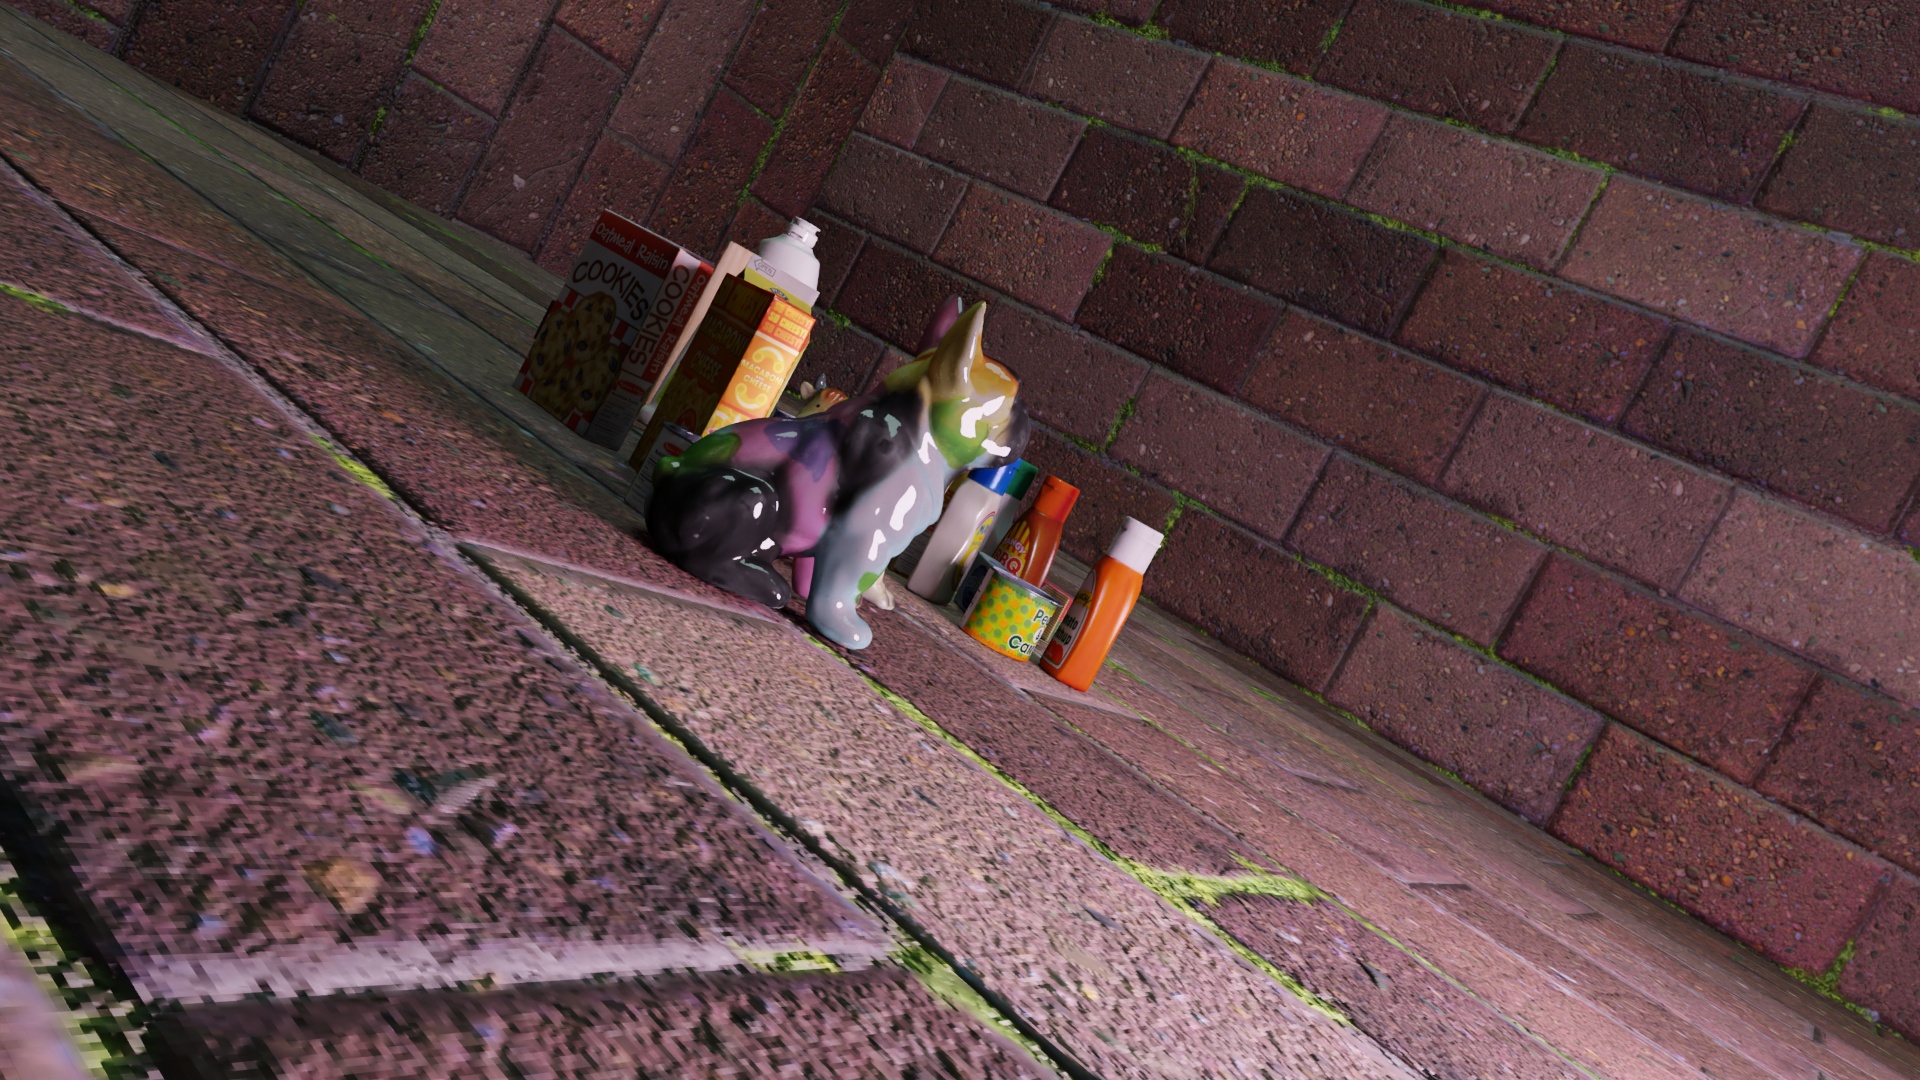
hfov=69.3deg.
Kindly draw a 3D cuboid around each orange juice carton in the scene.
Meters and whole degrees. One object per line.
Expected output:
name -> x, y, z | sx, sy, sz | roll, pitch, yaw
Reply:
orange juice carton -> -0.195, -0.147, 1.203 | 0.072, 0.192, 0.073 | 27, 4, -29

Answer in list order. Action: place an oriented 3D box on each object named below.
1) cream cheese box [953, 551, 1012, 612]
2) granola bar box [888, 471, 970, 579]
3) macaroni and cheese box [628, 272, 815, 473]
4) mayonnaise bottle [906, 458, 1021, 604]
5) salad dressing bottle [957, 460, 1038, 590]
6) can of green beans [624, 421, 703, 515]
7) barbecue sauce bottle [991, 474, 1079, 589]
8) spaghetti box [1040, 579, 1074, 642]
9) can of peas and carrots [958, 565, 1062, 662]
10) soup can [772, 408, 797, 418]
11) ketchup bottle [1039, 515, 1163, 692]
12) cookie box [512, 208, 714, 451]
cream cheese box -> 0.023, 0.046, 1.264 | 0.024, 0.053, 0.104 | 28, 4, -13
granola bar box -> -0.029, -0.030, 1.356 | 0.039, 0.124, 0.166 | 28, 4, -8
macaroni and cheese box -> -0.178, -0.108, 1.026 | 0.040, 0.166, 0.124 | 27, 4, -31
mayonnaise bottle -> 0.004, -0.015, 1.232 | 0.041, 0.148, 0.065 | 29, 4, 13
salad dressing bottle -> 0.030, -0.017, 1.421 | 0.064, 0.147, 0.044 | 30, 4, 14
can of green beans -> -0.179, -0.038, 0.917 | 0.071, 0.058, 0.071 | 28, 4, -2
barbecue sauce bottle -> 0.068, 0.007, 1.374 | 0.043, 0.148, 0.065 | 26, 5, -41
spaghetti box -> 0.053, 0.046, 1.482 | 0.028, 0.050, 0.250 | 26, 5, -32
can of peas and carrots -> 0.042, 0.062, 1.156 | 0.071, 0.058, 0.071 | 28, 4, -2
soup can -> -0.157, -0.068, 1.251 | 0.071, 0.083, 0.071 | 28, 4, -2
ketchup bottle -> 0.121, 0.052, 1.175 | 0.043, 0.148, 0.065 | 28, 4, -15
cookie box -> -0.280, -0.172, 1.119 | 0.123, 0.167, 0.040 | 32, 5, 40
